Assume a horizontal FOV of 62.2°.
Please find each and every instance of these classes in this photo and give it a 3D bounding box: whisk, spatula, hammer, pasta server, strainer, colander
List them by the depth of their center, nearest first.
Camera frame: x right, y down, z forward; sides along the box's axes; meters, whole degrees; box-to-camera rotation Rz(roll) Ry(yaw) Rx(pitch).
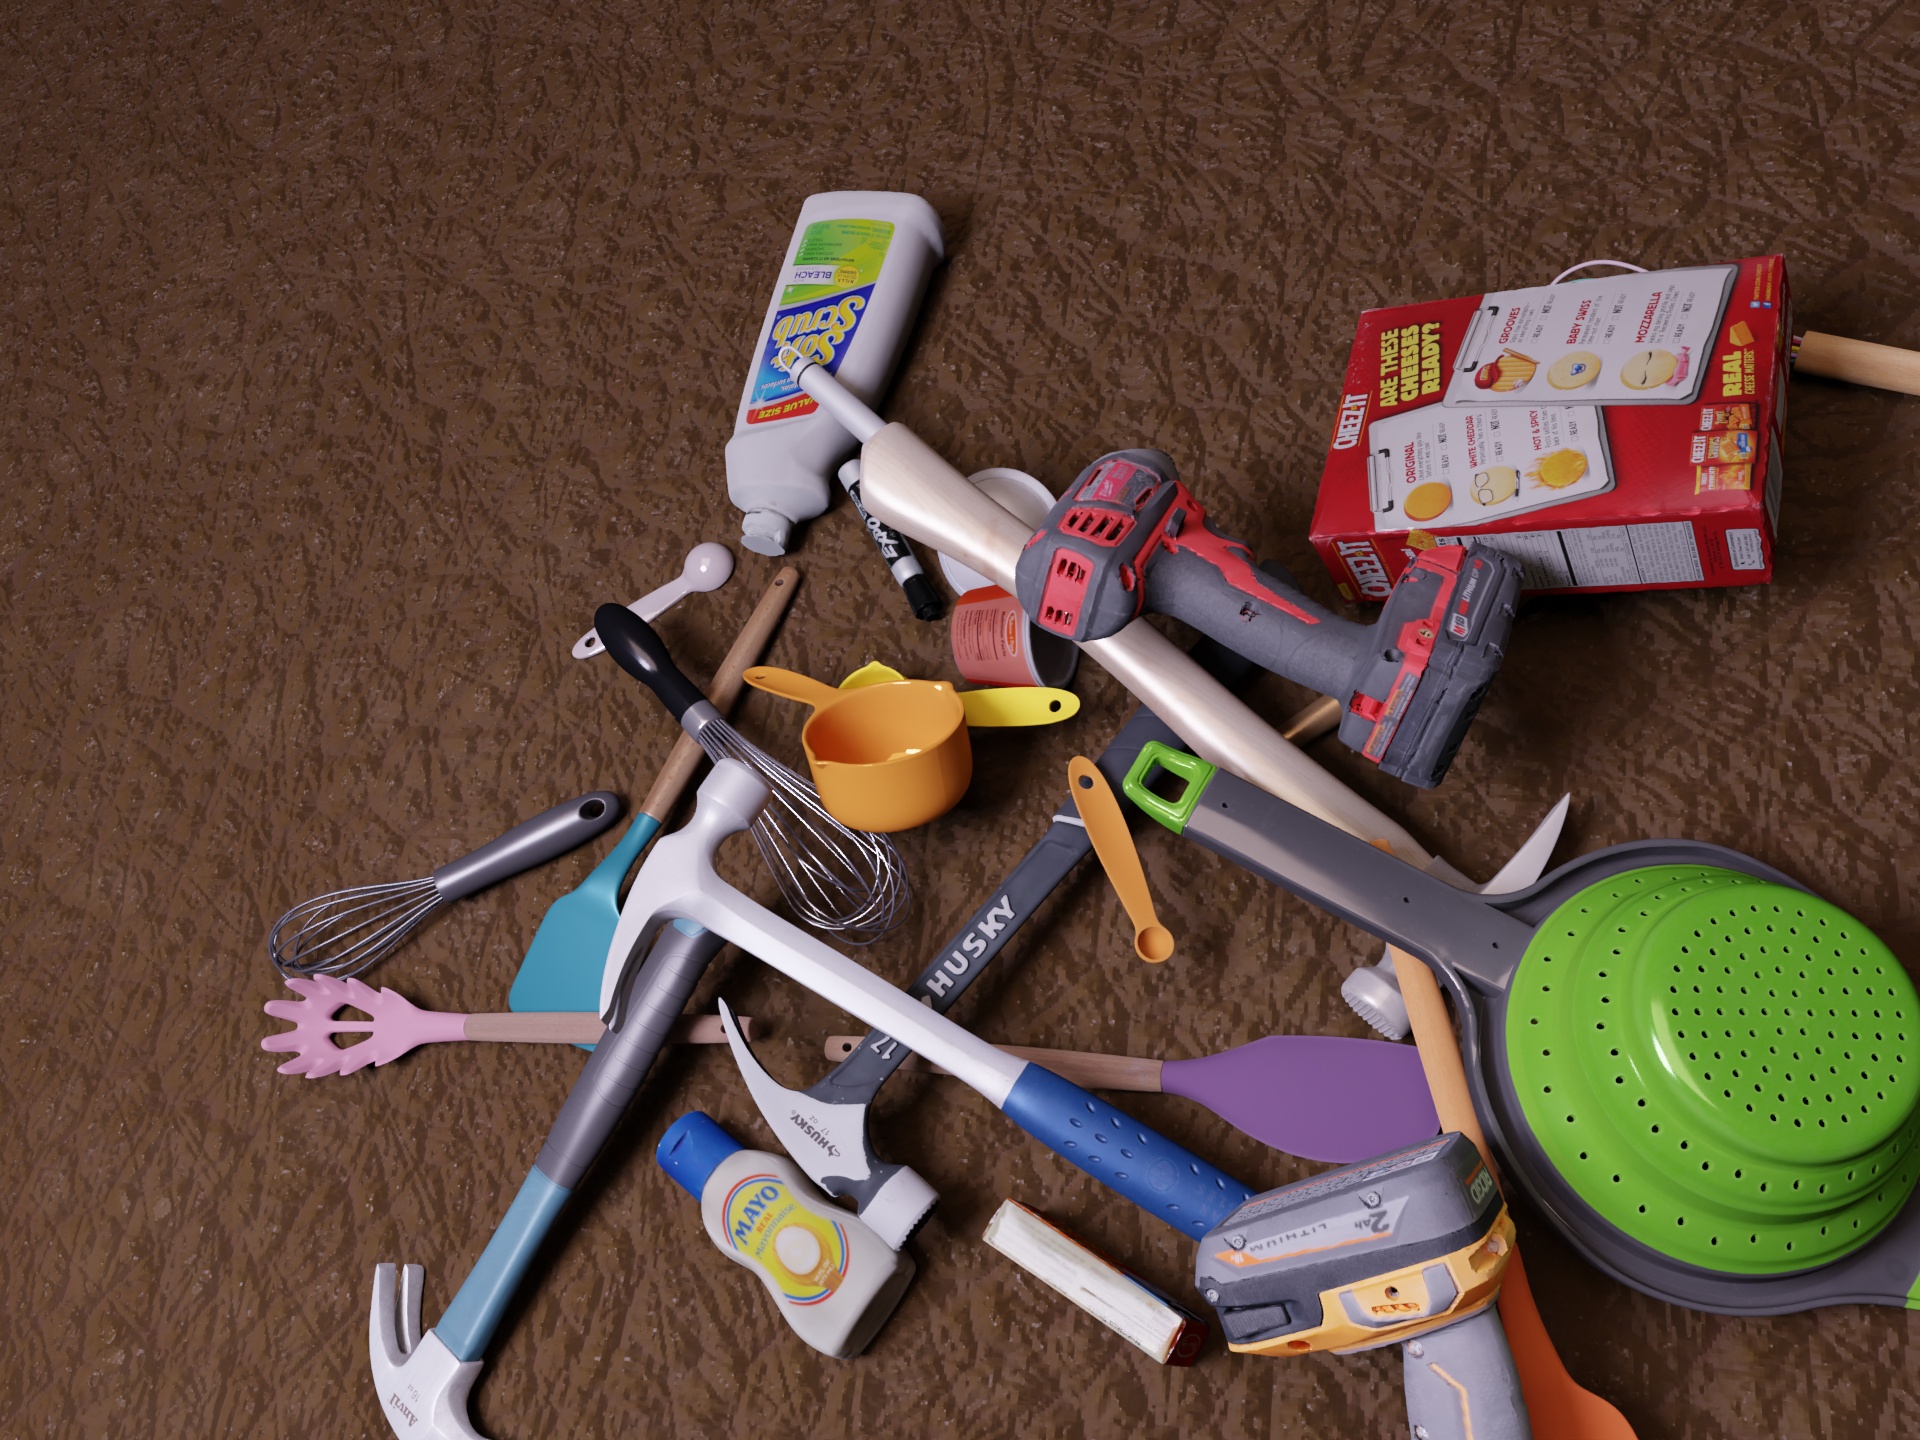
[{"bbox_3d":[0.250,0.096,0.674,0.397,0.094,0.204,28,69,15],"label":"colander"},{"bbox_3d":[0.228,0.206,0.699,0.081,0.041,0.323,-17,65,14],"label":"spatula"},{"bbox_3d":[0.013,0.172,0.751,0.405,0.035,0.144,29,72,13],"label":"hammer"},{"bbox_3d":[0.077,0.179,0.800,0.316,0.018,0.060,1,69,20],"label":"spatula"},{"bbox_3d":[0.110,-0.029,0.821,0.411,0.038,0.146,42,81,16],"label":"hammer"},{"bbox_3d":[0.047,0.066,0.831,0.149,0.036,0.409,38,75,17],"label":"hammer"},{"bbox_3d":[-0.207,0.231,0.845,0.128,0.033,0.331,27,86,33],"label":"hammer"},{"bbox_3d":[0.423,-0.201,0.847,0.245,0.047,0.051,19,72,24],"label":"whisk"},{"bbox_3d":[-0.262,0.176,0.911,0.316,0.040,0.060,-4,78,21],"label":"pasta server"},{"bbox_3d":[-0.130,0.022,0.914,0.070,0.070,0.285,-44,65,-4],"label":"whisk"},{"bbox_3d":[-0.027,-0.148,0.956,0.259,0.050,0.087,43,116,20],"label":"strainer"},{"bbox_3d":[-0.172,0.042,0.960,0.082,0.044,0.318,17,67,25],"label":"spatula"},{"bbox_3d":[-0.316,0.098,0.973,0.239,0.055,0.055,-25,59,2],"label":"whisk"}]

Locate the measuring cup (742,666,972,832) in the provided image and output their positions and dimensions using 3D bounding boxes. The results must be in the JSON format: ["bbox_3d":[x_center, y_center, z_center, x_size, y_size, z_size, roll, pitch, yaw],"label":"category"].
[{"bbox_3d":[-0.064,0.011,0.881,0.095,0.052,0.174,-31,33,-31],"label":"measuring cup"}]

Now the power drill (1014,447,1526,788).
[{"bbox_3d":[0.148,-0.065,0.768,0.220,0.078,0.143,23,40,11],"label":"power drill"}]

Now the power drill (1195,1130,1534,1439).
[{"bbox_3d":[0.172,0.301,0.635,0.185,0.084,0.226,-27,77,24],"label":"power drill"}]

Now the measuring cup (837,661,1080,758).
[{"bbox_3d":[-0.001,-0.003,0.904,0.156,0.029,0.062,-2,75,25],"label":"measuring cup"}]

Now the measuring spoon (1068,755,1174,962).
[{"bbox_3d":[0.079,0.070,0.805,0.021,0.011,0.117,-15,65,-13],"label":"measuring spoon"}]

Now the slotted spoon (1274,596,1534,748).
[{"bbox_3d":[0.281,-0.063,0.840,0.314,0.031,0.070,-34,52,4],"label":"slotted spoon"}]

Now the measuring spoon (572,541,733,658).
[{"bbox_3d":[-0.203,-0.078,1.033,0.124,0.018,0.034,-33,58,3],"label":"measuring spoon"}]
